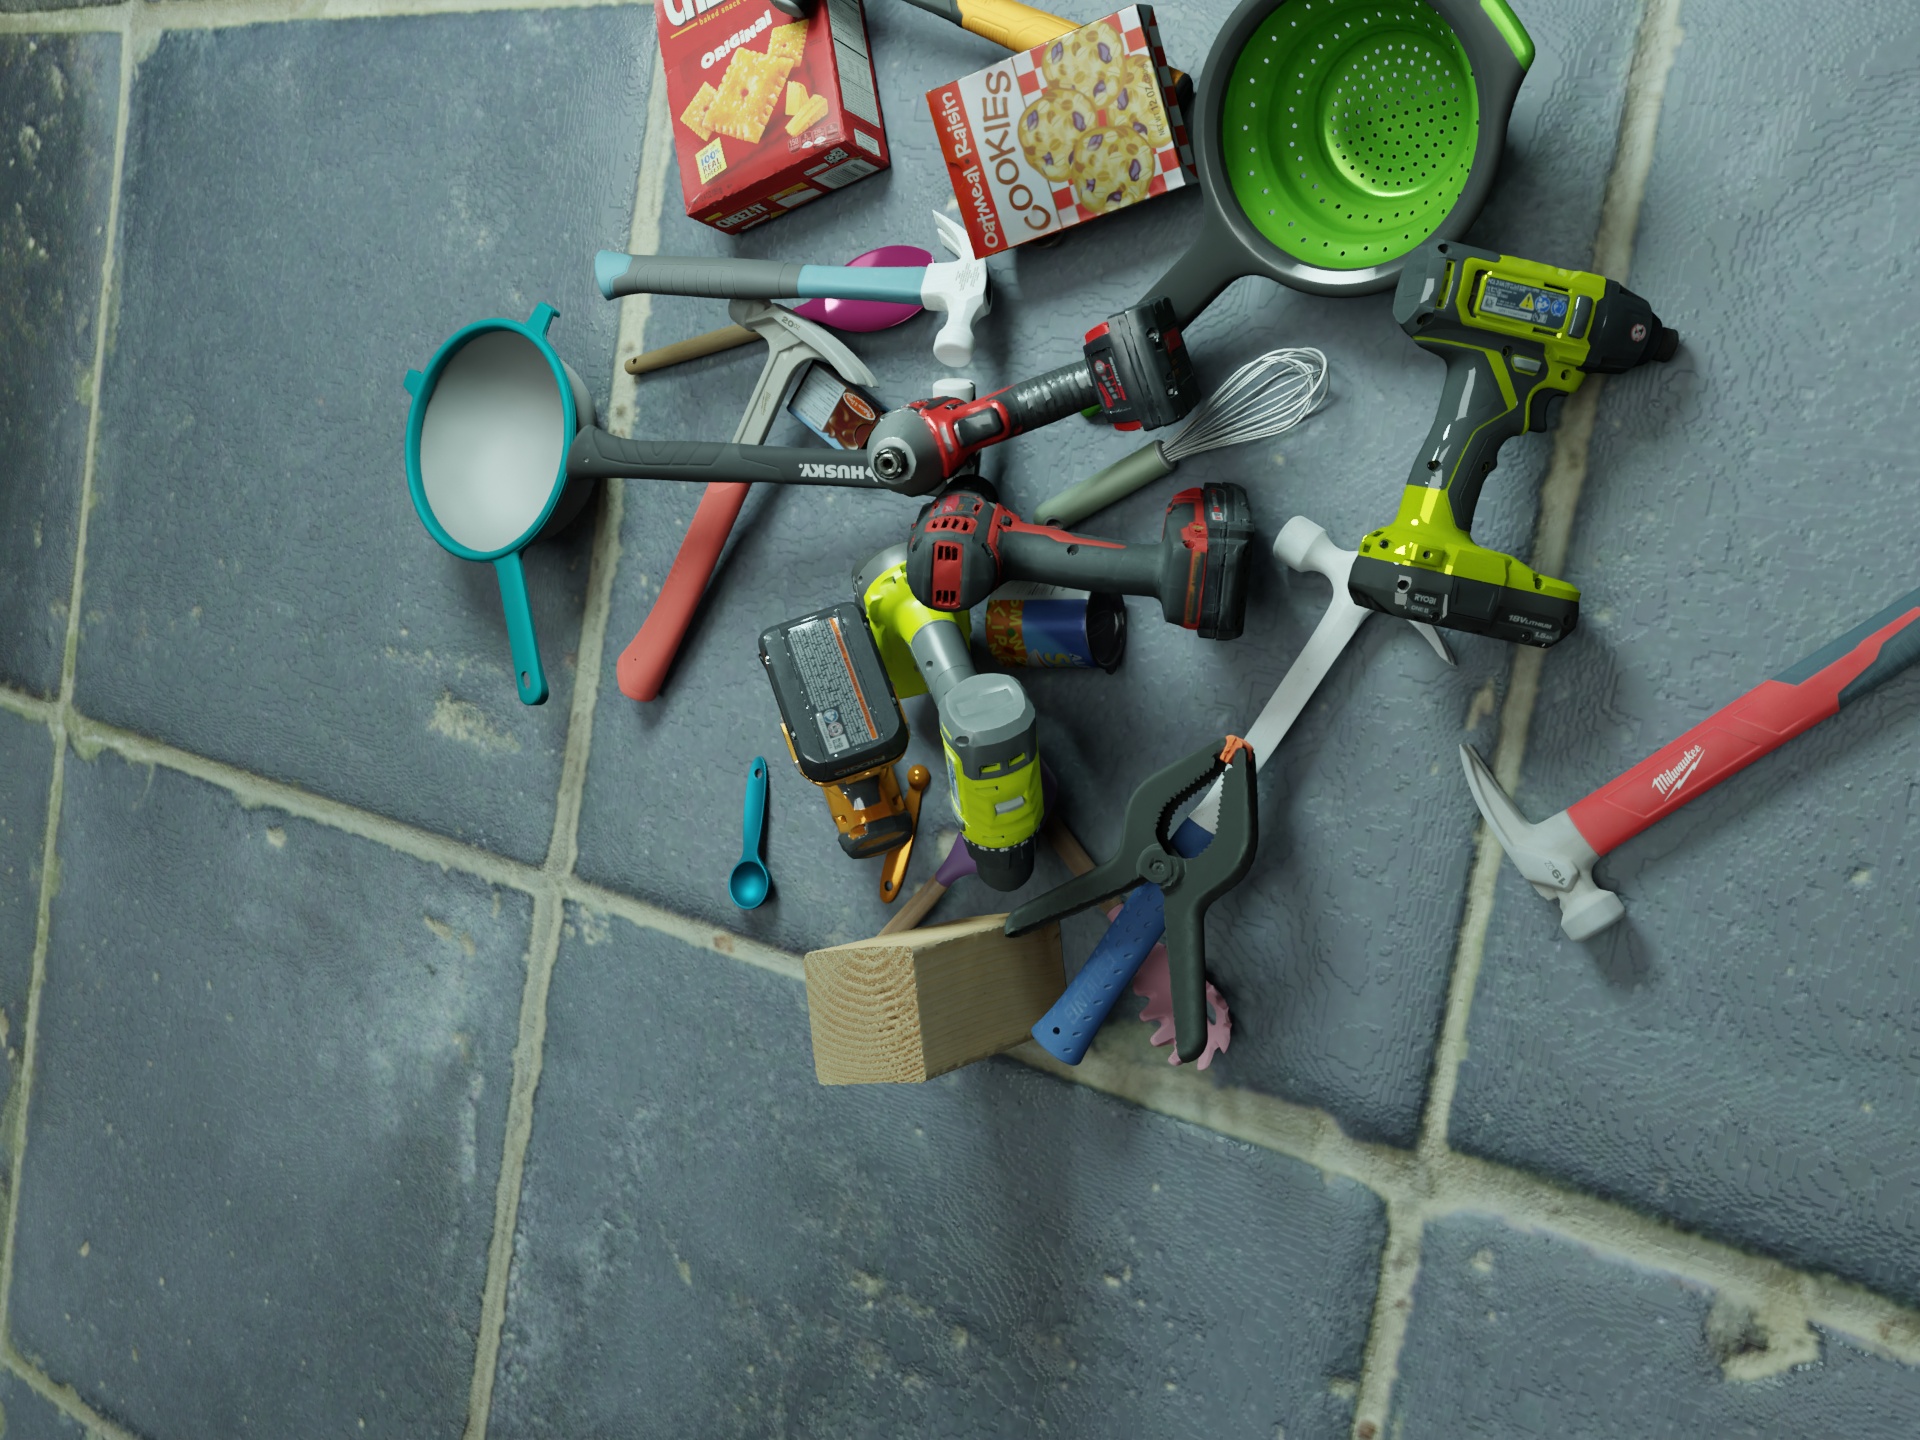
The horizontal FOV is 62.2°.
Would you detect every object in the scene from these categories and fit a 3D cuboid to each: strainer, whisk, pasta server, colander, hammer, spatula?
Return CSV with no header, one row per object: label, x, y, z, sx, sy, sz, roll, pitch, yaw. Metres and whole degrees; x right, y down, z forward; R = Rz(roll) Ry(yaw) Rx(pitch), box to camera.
strainer,-0.376,-0.180,1.404,0.211,0.095,0.340,-15,83,31
whisk,0.151,-0.193,1.127,0.246,0.057,0.059,-26,43,31
pasta server,0.094,0.117,1.165,0.060,0.040,0.316,-43,69,17
colander,0.214,-0.341,1.067,0.204,0.094,0.397,53,134,4
hammer,-0.148,-0.193,1.230,0.335,0.035,0.146,4,115,13
hammer,0.022,-0.524,1.165,0.337,0.034,0.127,30,96,15
spatula,-0.027,0.142,1.234,0.316,0.018,0.060,-49,59,27
hammer,-0.135,-0.339,1.230,0.331,0.033,0.128,7,63,17
hammer,0.485,-0.028,0.932,0.386,0.038,0.143,-39,70,25
hammer,-0.195,-0.164,1.311,0.149,0.036,0.359,40,115,25
hammer,0.177,0.067,1.090,0.144,0.035,0.405,37,101,24

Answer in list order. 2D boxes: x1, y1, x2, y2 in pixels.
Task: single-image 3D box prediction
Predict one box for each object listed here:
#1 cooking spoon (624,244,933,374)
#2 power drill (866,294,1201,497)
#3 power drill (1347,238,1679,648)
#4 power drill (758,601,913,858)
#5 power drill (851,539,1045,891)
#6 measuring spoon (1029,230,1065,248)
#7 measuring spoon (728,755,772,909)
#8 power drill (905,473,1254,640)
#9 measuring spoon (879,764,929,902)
cooking spoon,-0.156,-0.328,1.317,0.319,0.017,0.069,-8,79,30
power drill,0.042,-0.210,1.072,0.219,0.143,0.078,-16,103,20
power drill,0.335,-0.164,0.971,0.171,0.080,0.223,11,99,-8
power drill,-0.093,-0.010,1.181,0.084,0.226,0.185,-19,71,-6
power drill,-0.002,-0.004,1.135,0.080,0.190,0.229,-18,49,-9
measuring spoon,0.059,-0.410,1.194,0.034,0.018,0.124,-14,77,28
measuring spoon,-0.169,0.095,1.336,0.042,0.021,0.129,0,81,31
power drill,0.080,-0.124,1.090,0.226,0.188,0.080,4,114,4
measuring spoon,-0.047,0.091,1.263,0.021,0.011,0.117,20,101,29
